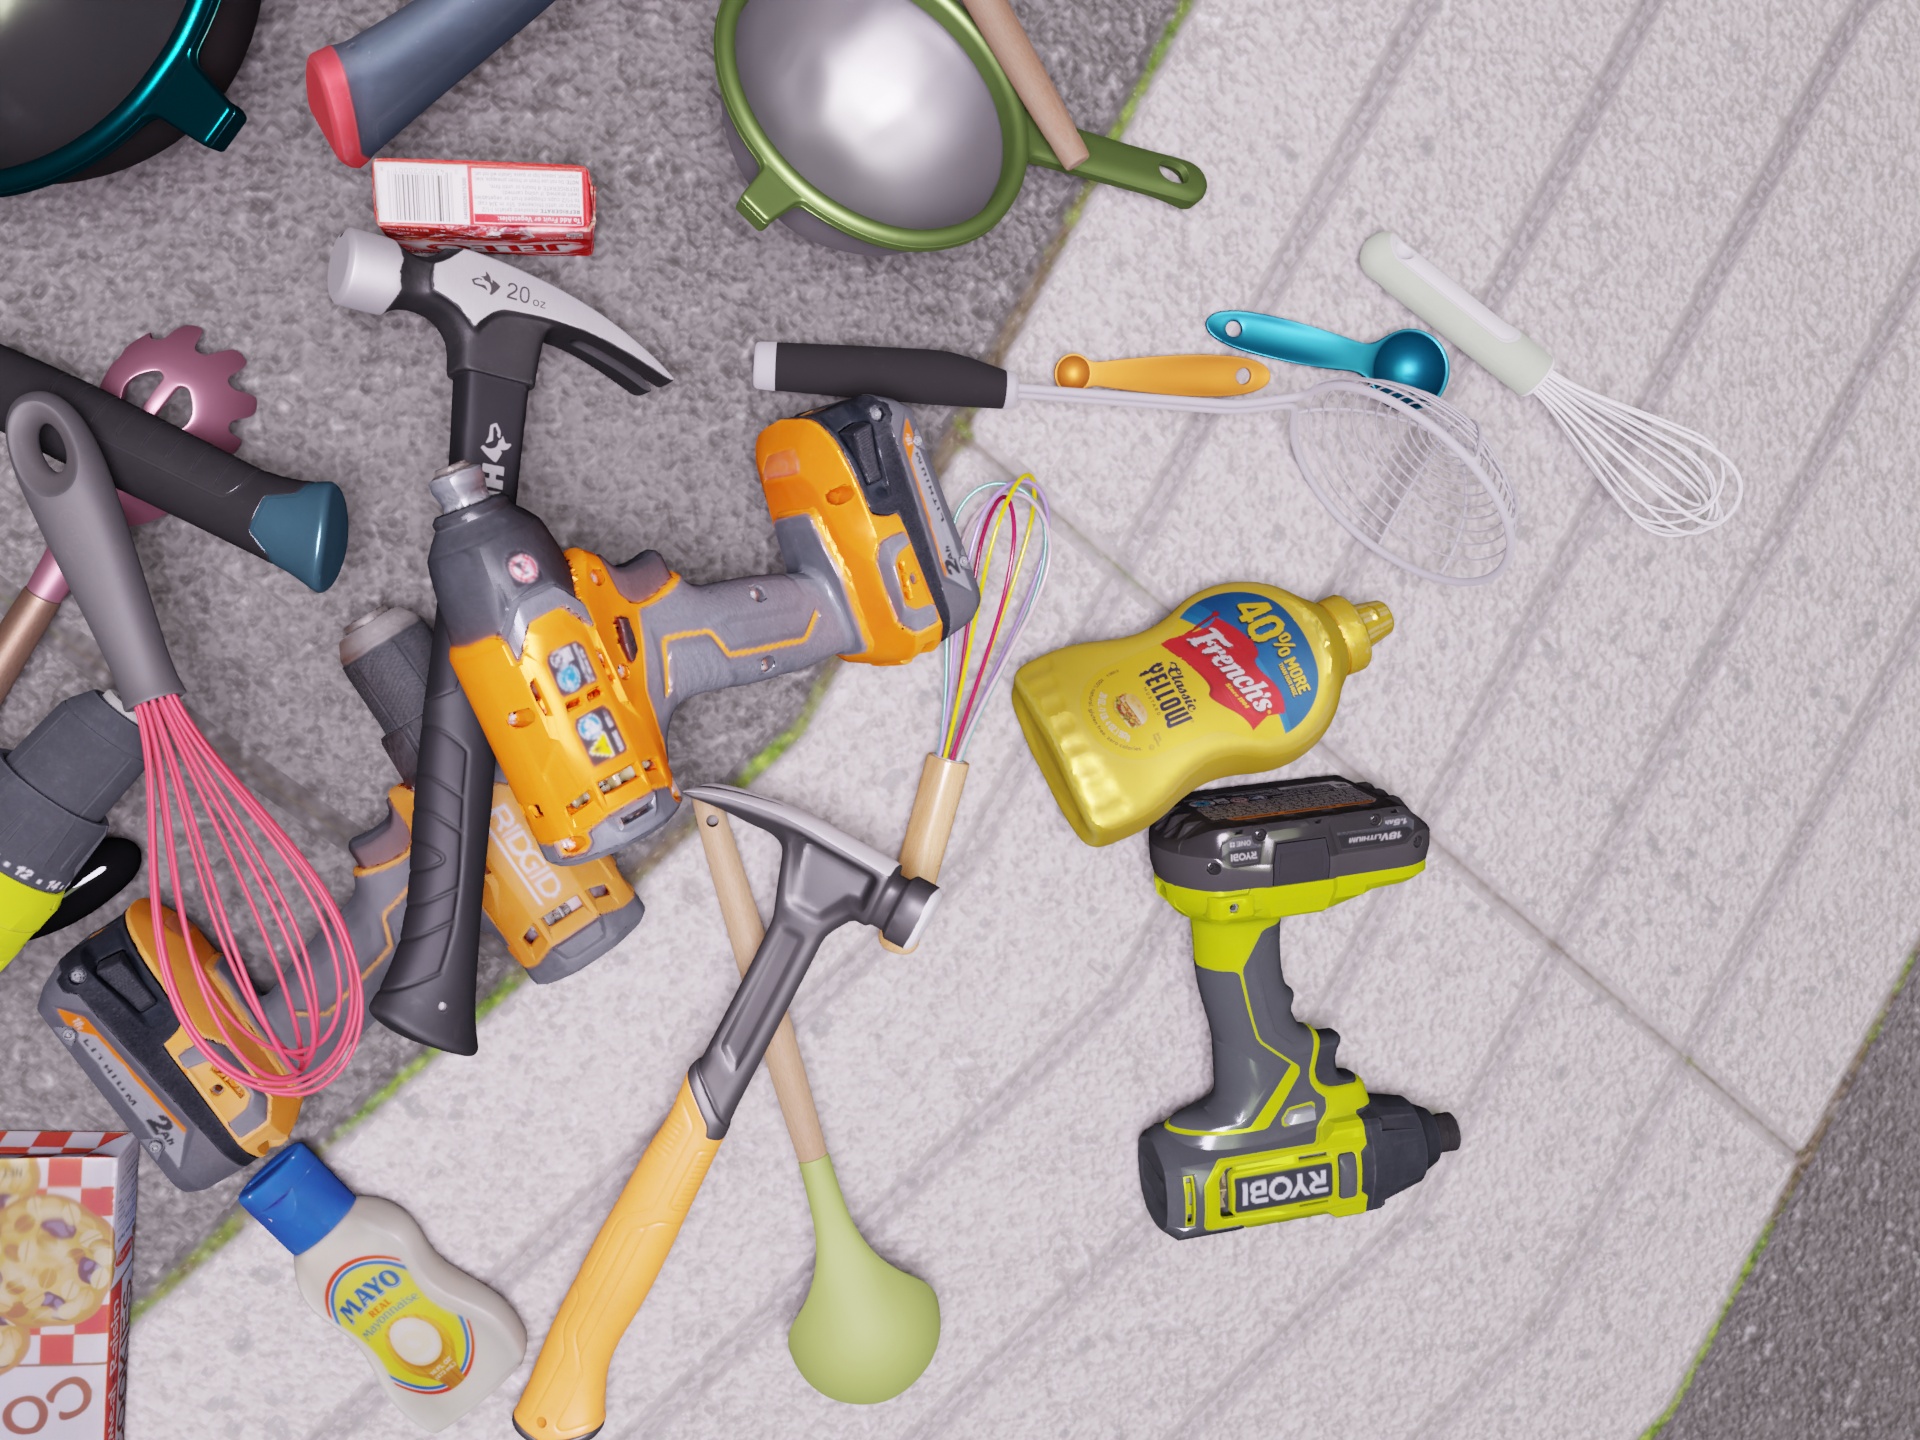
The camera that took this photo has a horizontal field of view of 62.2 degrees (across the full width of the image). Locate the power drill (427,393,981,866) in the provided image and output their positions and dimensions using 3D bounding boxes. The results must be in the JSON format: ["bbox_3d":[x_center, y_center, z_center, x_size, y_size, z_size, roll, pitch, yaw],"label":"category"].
[{"bbox_3d":[-0.111,-0.061,0.680,0.226,0.084,0.164,-32,109,-33],"label":"power drill"}]

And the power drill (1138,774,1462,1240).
[{"bbox_3d":[0.176,0.148,0.820,0.171,0.080,0.223,-6,102,-11],"label":"power drill"}]

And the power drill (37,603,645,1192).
[{"bbox_3d":[-0.282,0.074,0.706,0.226,0.084,0.185,-33,102,-11],"label":"power drill"}]

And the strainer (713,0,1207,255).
[{"bbox_3d":[-0.004,-0.262,0.741,0.256,0.069,0.152,3,72,-30],"label":"strainer"}]

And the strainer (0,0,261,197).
[{"bbox_3d":[-0.358,-0.364,0.626,0.211,0.095,0.340,-3,89,11],"label":"strainer"}]

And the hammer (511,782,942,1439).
[{"bbox_3d":[-0.137,0.196,0.755,0.127,0.034,0.337,28,98,7],"label":"hammer"}]

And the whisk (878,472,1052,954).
[{"bbox_3d":[-0.002,-0.003,0.777,0.051,0.047,0.245,14,97,-11],"label":"whisk"}]

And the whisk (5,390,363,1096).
[{"bbox_3d":[-0.310,0.011,0.626,0.073,0.073,0.296,-21,93,-9],"label":"whisk"}]

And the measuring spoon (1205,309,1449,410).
[{"bbox_3d":[0.186,-0.188,0.814,0.128,0.021,0.042,12,92,-5],"label":"measuring spoon"}]

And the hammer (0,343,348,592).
[{"bbox_3d":[-0.403,-0.143,0.646,0.331,0.033,0.128,26,94,-3],"label":"hammer"}]

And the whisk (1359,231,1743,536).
[{"bbox_3d":[0.305,-0.174,0.825,0.246,0.059,0.058,34,50,-10],"label":"whisk"}]

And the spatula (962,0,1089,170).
[{"bbox_3d":[-0.028,-0.386,0.704,0.018,0.060,0.316,-29,96,19],"label":"spatula"}]

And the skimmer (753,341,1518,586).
[{"bbox_3d":[0.082,-0.125,0.756,0.363,0.127,0.090,4,78,-5],"label":"skimmer"}]

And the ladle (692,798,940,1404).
[{"bbox_3d":[-0.081,0.188,0.789,0.078,0.062,0.320,-17,93,-9],"label":"ladle"}]

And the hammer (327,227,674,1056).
[{"bbox_3d":[-0.204,-0.028,0.674,0.146,0.035,0.335,8,82,-39],"label":"hammer"}]

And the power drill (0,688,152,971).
[{"bbox_3d":[-0.463,0.016,0.636,0.228,0.080,0.190,40,81,-4],"label":"power drill"}]

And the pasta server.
[{"bbox_3d":[-0.410,-0.033,0.692,0.060,0.040,0.316,32,93,-14],"label":"pasta server"}]

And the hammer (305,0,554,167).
[{"bbox_3d":[-0.100,-0.349,0.640,0.386,0.143,0.038,-37,68,7],"label":"hammer"}]

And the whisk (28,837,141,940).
[{"bbox_3d":[-0.486,0.129,0.681,0.284,0.070,0.070,-32,102,-12],"label":"whisk"}]

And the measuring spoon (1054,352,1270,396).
[{"bbox_3d":[0.101,-0.174,0.798,0.117,0.011,0.021,-3,106,-16],"label":"measuring spoon"}]
